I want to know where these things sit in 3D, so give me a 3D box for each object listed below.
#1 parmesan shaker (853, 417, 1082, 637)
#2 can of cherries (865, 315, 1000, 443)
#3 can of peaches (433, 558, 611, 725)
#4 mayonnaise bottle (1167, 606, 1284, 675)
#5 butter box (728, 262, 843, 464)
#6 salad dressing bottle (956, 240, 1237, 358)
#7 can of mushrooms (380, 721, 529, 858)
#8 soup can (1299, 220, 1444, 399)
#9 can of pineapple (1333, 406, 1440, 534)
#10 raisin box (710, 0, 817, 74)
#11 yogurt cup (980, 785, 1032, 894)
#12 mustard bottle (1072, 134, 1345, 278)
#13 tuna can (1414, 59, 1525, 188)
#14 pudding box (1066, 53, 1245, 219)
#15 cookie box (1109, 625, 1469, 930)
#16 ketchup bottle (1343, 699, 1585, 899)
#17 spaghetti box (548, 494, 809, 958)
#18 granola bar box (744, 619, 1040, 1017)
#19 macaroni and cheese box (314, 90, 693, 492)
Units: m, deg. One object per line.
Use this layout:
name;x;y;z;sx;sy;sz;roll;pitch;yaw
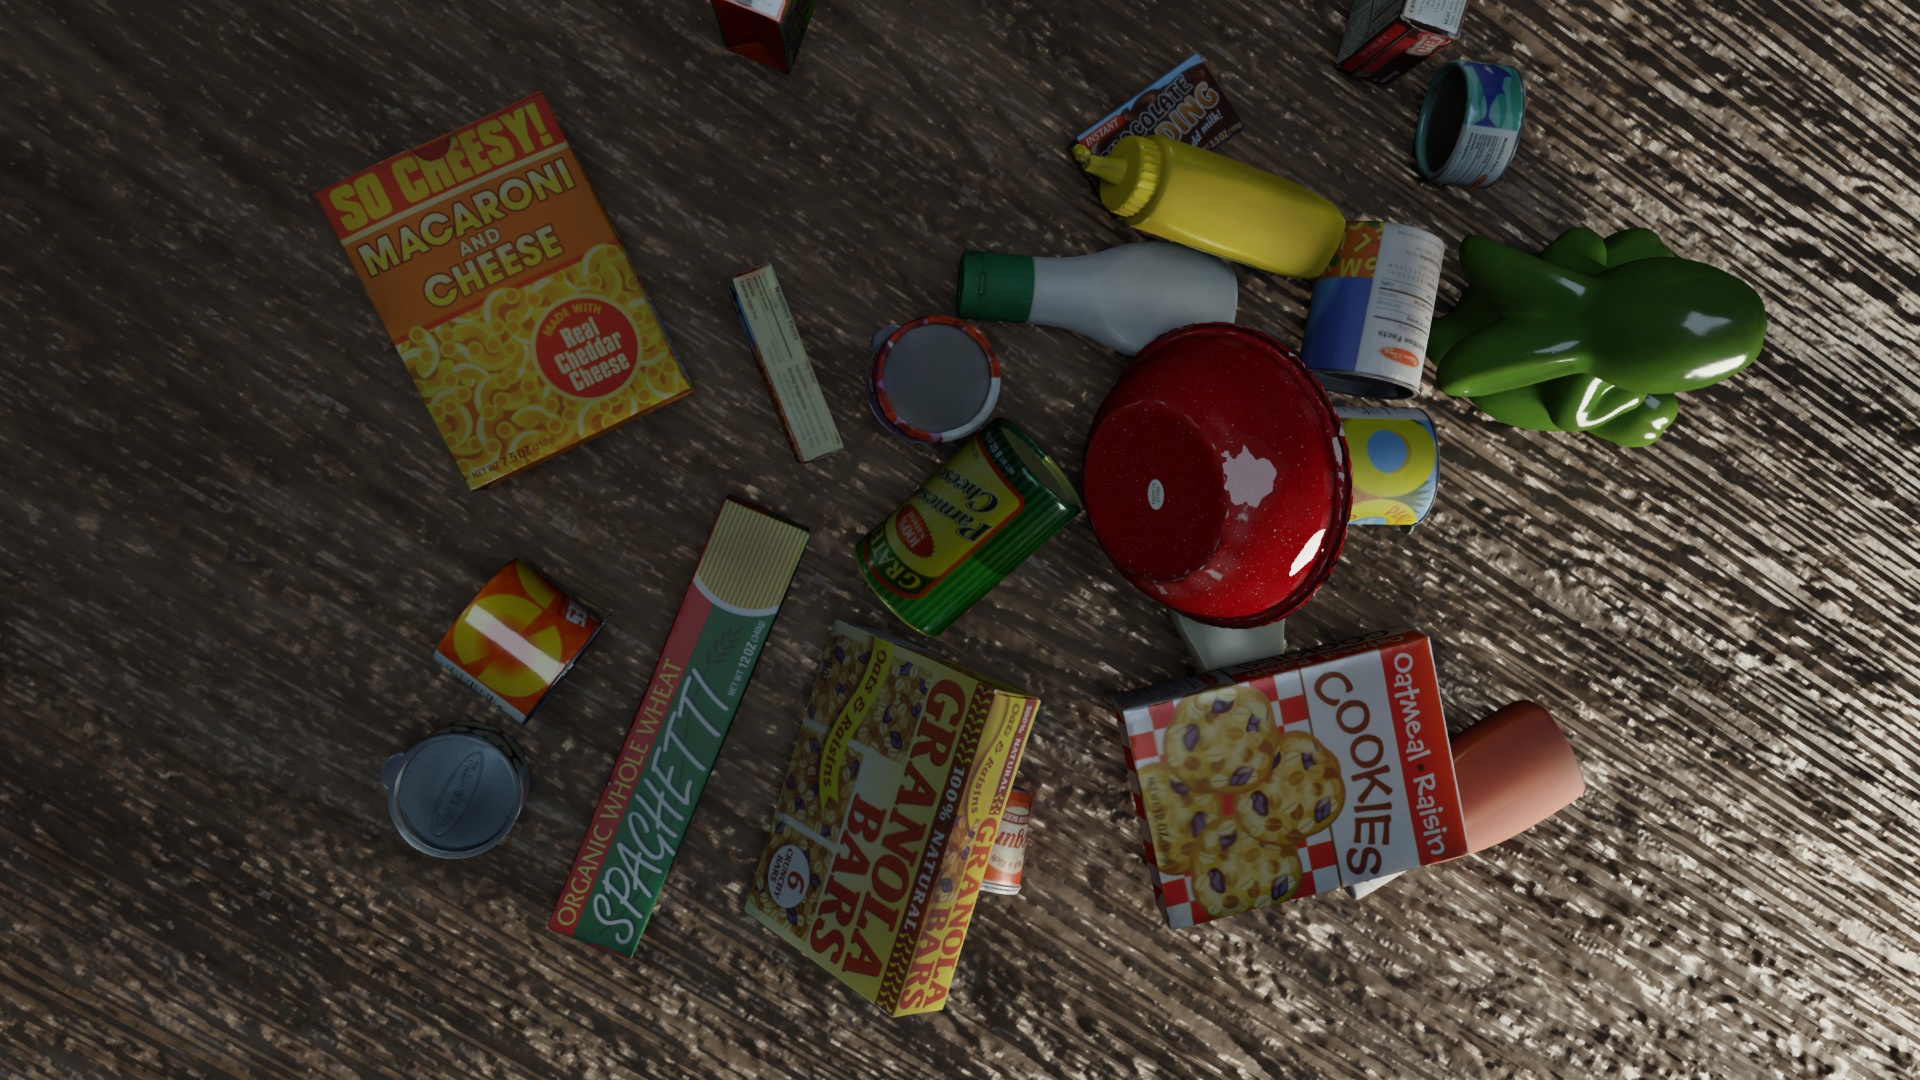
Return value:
parmesan shaker;0.003;-0.009;0.724;0.103;0.071;0.071;-42;98;15
can of cherries;-0.018;-0.086;0.734;0.071;0.058;0.071;-1;94;-8
can of peaches;-0.224;0.049;0.711;0.058;0.071;0.071;38;88;-8
mayonnaise bottle;0.158;0.080;0.777;0.065;0.041;0.148;-13;96;-5
butter box;-0.092;-0.090;0.727;0.024;0.053;0.103;-22;97;-8
salad dressing bottle;0.073;-0.133;0.752;0.148;0.044;0.064;4;97;-7
can of mushrooms;-0.263;0.128;0.726;0.071;0.033;0.071;-1;94;-8
soup can;0.222;-0.125;0.761;0.071;0.071;0.084;11;88;-8
can of pineapple;0.223;-0.039;0.765;0.058;0.071;0.071;0;94;-7
raisin box;-0.084;-0.310;0.698;0.040;0.086;0.123;21;91;-4
yogurt cup;0.006;0.155;0.749;0.072;0.072;0.054;17;84;-8
mustard bottle;0.123;-0.177;0.721;0.160;0.065;0.048;10;113;-27
tuna can;0.278;-0.231;0.763;0.033;0.071;0.071;6;93;-7
pudding box;0.106;-0.220;0.757;0.084;0.030;0.049;-35;97;-5
cookie box;0.176;0.124;0.741;0.168;0.040;0.122;-13;97;-4
ketchup bottle;0.279;0.153;0.795;0.149;0.043;0.064;-29;96;-5
spaghetti box;-0.150;0.100;0.742;0.050;0.028;0.250;23;90;-8
granola bar box;-0.038;0.138;0.715;0.039;0.124;0.165;16;92;-47
macaroni and cheese box;-0.230;-0.126;0.712;0.124;0.040;0.166;-27;97;-6
